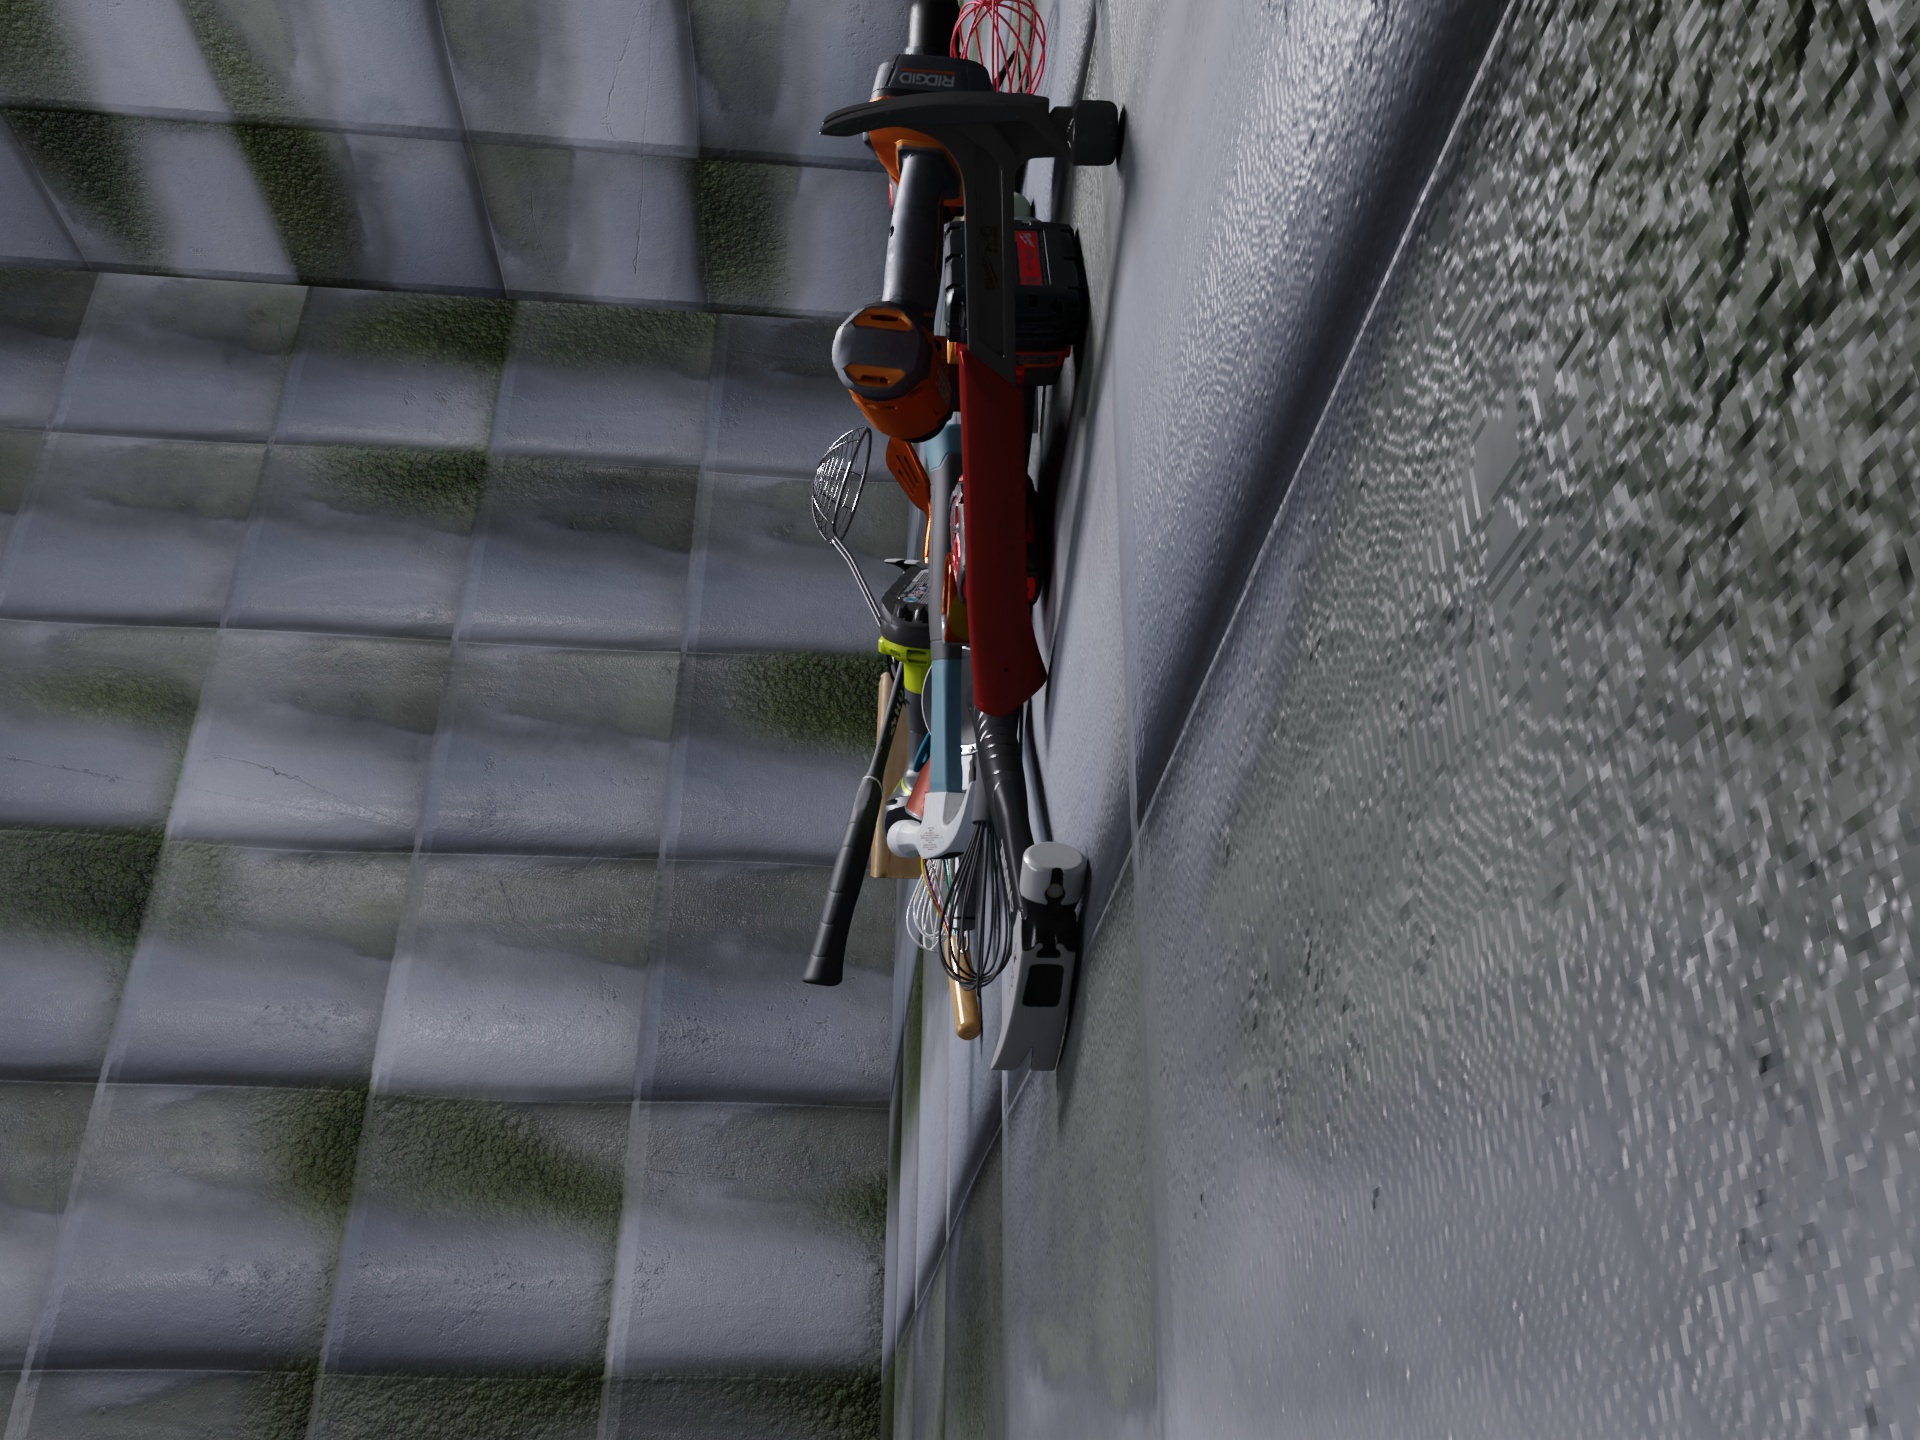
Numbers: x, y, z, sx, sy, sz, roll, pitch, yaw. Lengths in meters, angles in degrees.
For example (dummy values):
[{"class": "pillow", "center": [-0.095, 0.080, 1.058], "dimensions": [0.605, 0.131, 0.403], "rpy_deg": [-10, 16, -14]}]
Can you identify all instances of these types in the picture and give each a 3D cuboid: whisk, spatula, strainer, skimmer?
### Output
[{"class": "whisk", "center": [0.030, -0.467, 1.249], "dimensions": [0.295, 0.073, 0.073], "rpy_deg": [82, -171, -75]}, {"class": "spatula", "center": [-0.038, -0.140, 1.607], "dimensions": [0.081, 0.041, 0.323], "rpy_deg": [127, 139, -68]}, {"class": "whisk", "center": [0.020, 0.071, 1.100], "dimensions": [0.055, 0.055, 0.239], "rpy_deg": [108, 169, -75]}, {"class": "strainer", "center": [0.006, 0.052, 1.245], "dimensions": [0.087, 0.050, 0.258], "rpy_deg": [-4, 81, 41]}, {"class": "skimmer", "center": [-0.065, -0.134, 1.609], "dimensions": [0.127, 0.090, 0.364], "rpy_deg": [103, 145, -62]}, {"class": "whisk", "center": [-0.014, 0.112, 1.511], "dimensions": [0.057, 0.059, 0.247], "rpy_deg": [118, 163, -51]}, {"class": "whisk", "center": [-0.003, 0.174, 1.379], "dimensions": [0.245, 0.047, 0.051], "rpy_deg": [-99, 11, -50]}]

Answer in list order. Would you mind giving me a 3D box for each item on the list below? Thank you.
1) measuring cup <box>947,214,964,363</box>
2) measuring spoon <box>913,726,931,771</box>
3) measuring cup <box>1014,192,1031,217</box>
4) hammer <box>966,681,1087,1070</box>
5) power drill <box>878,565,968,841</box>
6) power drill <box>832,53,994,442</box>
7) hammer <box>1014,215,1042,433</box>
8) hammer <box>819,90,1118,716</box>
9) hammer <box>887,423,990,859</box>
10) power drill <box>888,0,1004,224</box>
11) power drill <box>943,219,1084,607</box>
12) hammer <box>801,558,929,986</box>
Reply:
[{"class": "measuring cup", "center": [0.022, -0.369, 1.311], "dimensions": [0.173, 0.052, 0.095], "rpy_deg": [101, 171, -53]}, {"class": "measuring spoon", "center": [-0.002, -0.004, 1.298], "dimensions": [0.129, 0.021, 0.042], "rpy_deg": [-59, -26, -33]}, {"class": "measuring cup", "center": [0.030, -0.340, 1.257], "dimensions": [0.167, 0.038, 0.083], "rpy_deg": [97, 174, -51]}, {"class": "hammer", "center": [0.030, 0.064, 0.947], "dimensions": [0.335, 0.035, 0.146], "rpy_deg": [-99, 13, -63]}, {"class": "power drill", "center": [-0.021, -0.015, 1.402], "dimensions": [0.171, 0.080, 0.223], "rpy_deg": [-59, -27, -63]}, {"class": "power drill", "center": [-0.025, -0.300, 1.058], "dimensions": [0.164, 0.084, 0.226], "rpy_deg": [39, -120, -79]}, {"class": "hammer", "center": [0.026, -0.248, 1.268], "dimensions": [0.405, 0.035, 0.144], "rpy_deg": [123, 150, -82]}, {"class": "hammer", "center": [0.009, -0.161, 0.889], "dimensions": [0.037, 0.149, 0.358], "rpy_deg": [-85, -5, -56]}, {"class": "hammer", "center": [-0.012, -0.059, 1.214], "dimensions": [0.128, 0.033, 0.331], "rpy_deg": [-5, 84, 57]}, {"class": "power drill", "center": [-0.014, -0.532, 1.397], "dimensions": [0.227, 0.080, 0.187], "rpy_deg": [-60, -24, -72]}, {"class": "power drill", "center": [0.026, -0.188, 0.987], "dimensions": [0.143, 0.078, 0.219], "rpy_deg": [-91, 3, -48]}, {"class": "hammer", "center": [-0.075, 0.042, 1.429], "dimensions": [0.149, 0.036, 0.409], "rpy_deg": [59, -138, -61]}]
